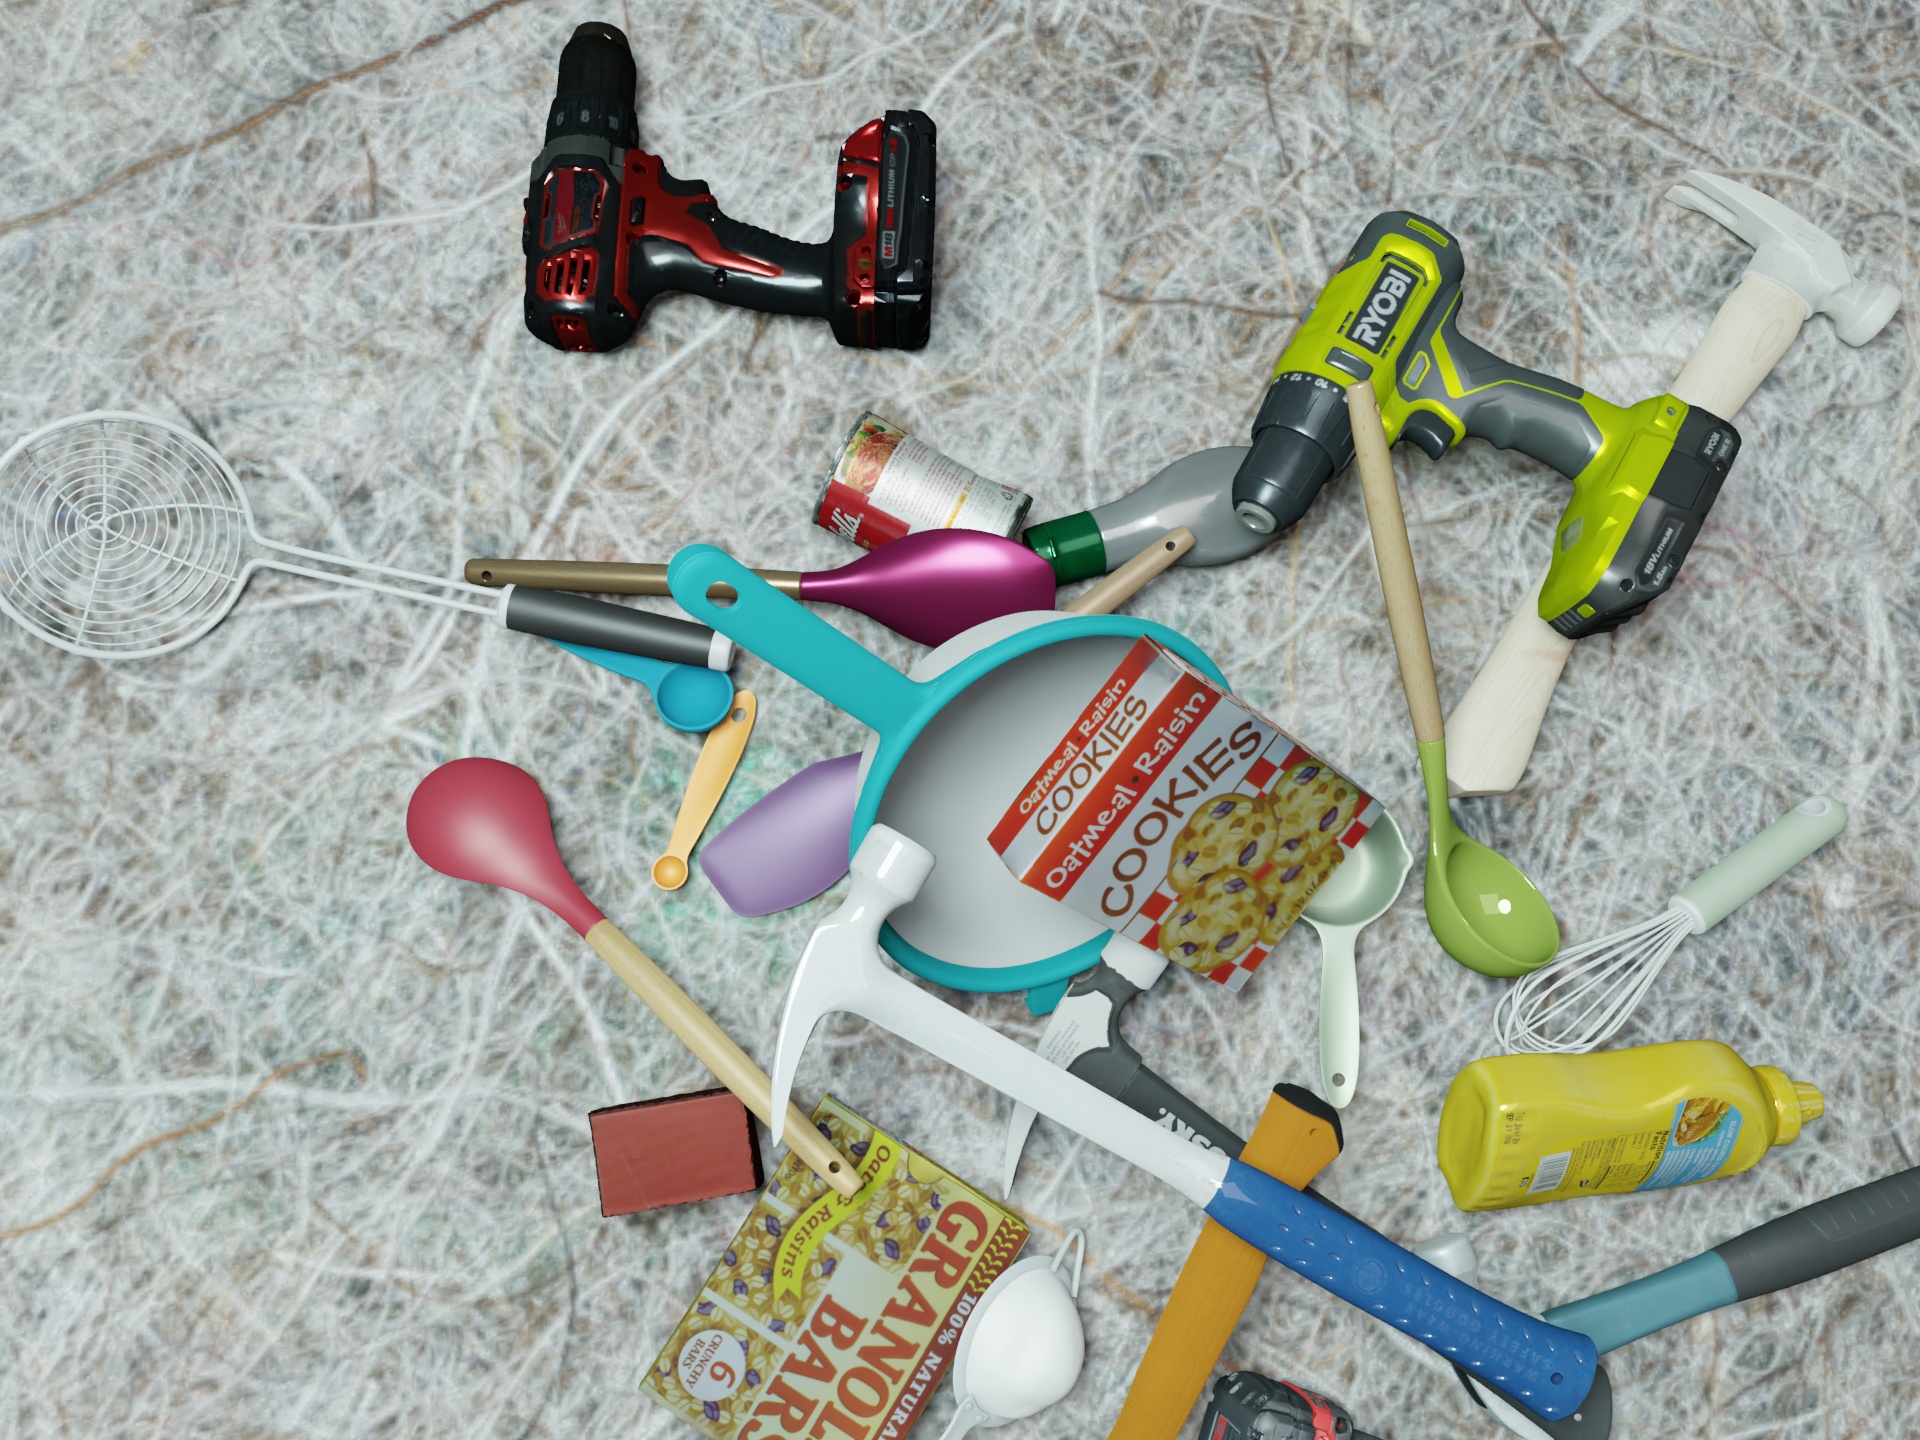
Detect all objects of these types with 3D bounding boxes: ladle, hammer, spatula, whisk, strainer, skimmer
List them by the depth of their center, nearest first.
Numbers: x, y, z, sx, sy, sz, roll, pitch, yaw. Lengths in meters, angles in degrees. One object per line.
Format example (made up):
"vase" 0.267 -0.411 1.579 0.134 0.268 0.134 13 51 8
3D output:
"hammer" 0.102 0.207 0.714 0.405 0.035 0.144 30 84 -4
"hammer" 0.084 0.324 0.749 0.127 0.034 0.337 28 88 -20
"strainer" -0.011 0.352 0.753 0.258 0.050 0.086 -44 126 -19
"strainer" -0.013 -0.003 0.760 0.340 0.095 0.211 34 100 -37
"ladle" -0.164 0.122 0.788 0.315 0.031 0.069 41 68 15
"hammer" 0.174 0.256 0.791 0.335 0.035 0.146 35 93 6
"ladle" 0.245 -0.016 0.806 0.078 0.062 0.320 -33 113 -49
"skimmer" -0.299 -0.067 0.810 0.363 0.090 0.127 12 99 0
"hammer" 0.410 0.284 0.831 0.331 0.033 0.128 -17 80 -8
"spatula" -0.001 -0.003 0.848 0.316 0.018 0.060 -38 87 -2
"whisk" 0.388 0.111 0.862 0.246 0.058 0.059 -31 117 -13
"hammer" 0.376 -0.132 0.910 0.146 0.038 0.411 36 79 5

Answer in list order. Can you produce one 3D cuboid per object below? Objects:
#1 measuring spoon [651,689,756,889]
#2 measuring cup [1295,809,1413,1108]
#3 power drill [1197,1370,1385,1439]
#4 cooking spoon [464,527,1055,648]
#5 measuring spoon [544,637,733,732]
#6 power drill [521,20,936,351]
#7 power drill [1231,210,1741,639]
"measuring spoon" -0.135 0.037 0.851 0.021 0.011 0.117 19 74 9
"measuring cup" 0.196 0.119 0.846 0.083 0.038 0.168 2 81 -4
"power drill" 0.220 0.414 0.771 0.219 0.078 0.143 19 78 -3
"cooking spoon" -0.109 -0.072 0.842 0.319 0.017 0.068 3 113 7
"measuring spoon" -0.180 -0.029 0.859 0.128 0.021 0.042 26 65 10
"power drill" -0.127 -0.295 0.885 0.226 0.080 0.188 2 78 -1
"power drill" 0.271 -0.142 0.845 0.228 0.080 0.190 31 76 4
